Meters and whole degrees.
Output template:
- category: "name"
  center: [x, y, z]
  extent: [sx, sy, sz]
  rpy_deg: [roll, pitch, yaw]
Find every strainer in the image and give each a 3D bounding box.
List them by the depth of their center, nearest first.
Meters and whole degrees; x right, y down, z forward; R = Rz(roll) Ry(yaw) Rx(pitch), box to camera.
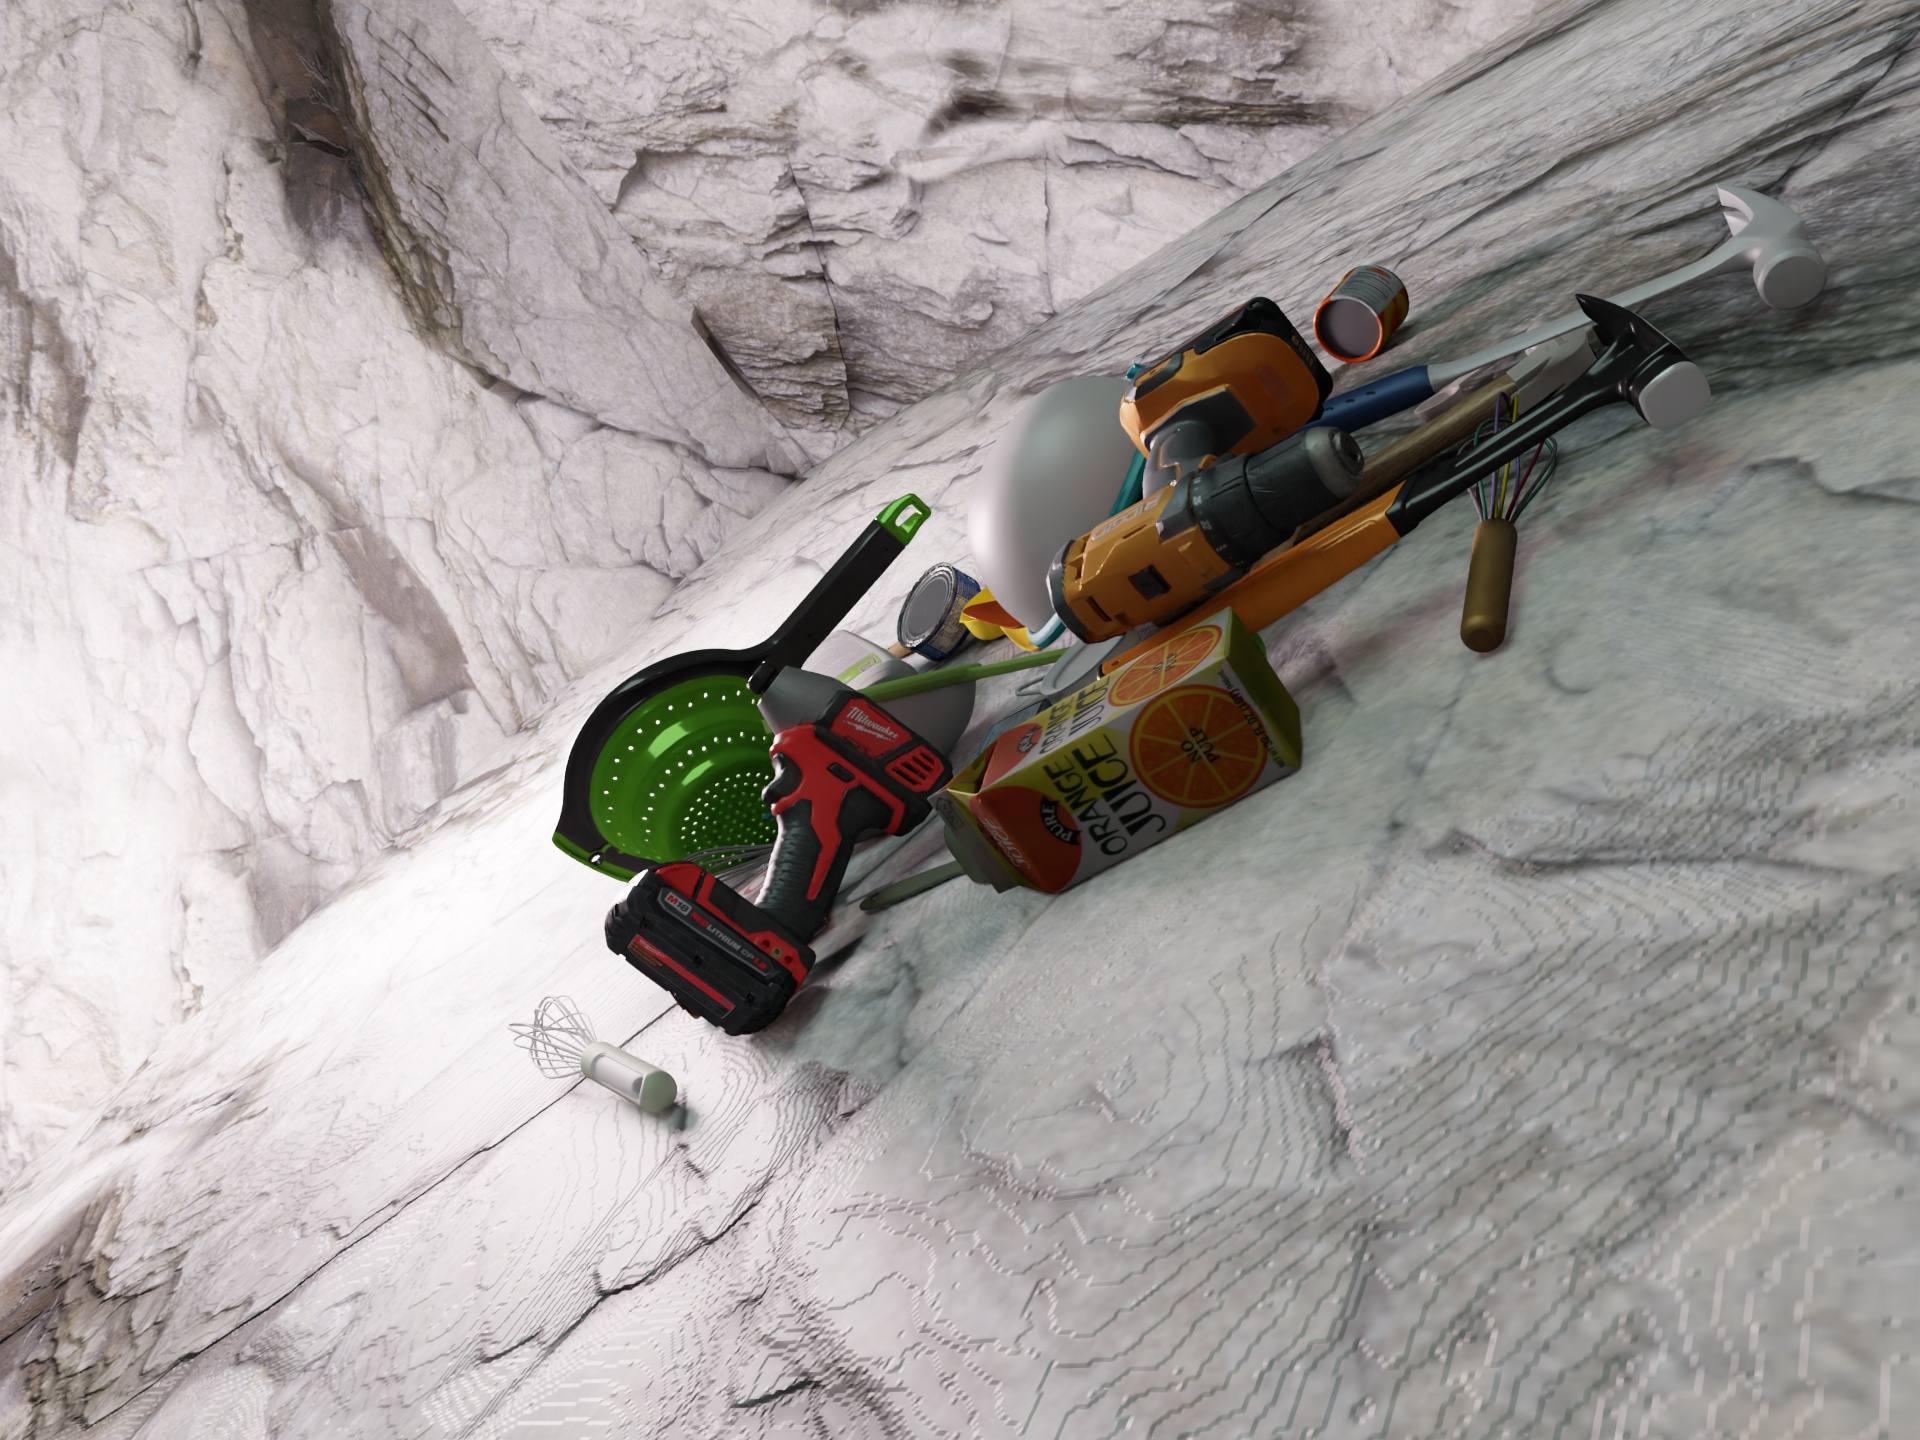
- category: "strainer"
  center: [0.133, -0.080, 1.013]
  extent: [0.258, 0.050, 0.087]
  rpy_deg: [-45, 10, 32]
- category: "strainer"
  center: [0.058, -0.141, 1.084]
  extent: [0.341, 0.095, 0.211]
  rpy_deg: [-82, 17, -67]
- category: "strainer"
  center: [-0.002, -0.004, 1.147]
  extent: [0.256, 0.069, 0.151]
  rpy_deg: [-12, 1, 22]

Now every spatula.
- category: "spatula"
  center: [0.143, -0.162, 1.318]
  extent: [0.322, 0.041, 0.081]
  rpy_deg: [-40, 31, -18]

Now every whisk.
- category: "whisk"
  center: [0.289, -0.106, 0.851]
  extent: [0.047, 0.051, 0.245]
  rpy_deg: [-51, 7, 41]
- category: "whisk"
  center: [-0.236, 0.217, 1.022]
  extent: [0.246, 0.059, 0.058]
  rpy_deg: [-1, 76, 58]
- category: "whisk"
  center: [-0.124, 0.096, 1.141]
  extent: [0.239, 0.055, 0.055]
  rpy_deg: [-24, 19, 25]

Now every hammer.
- category: "hammer"
  center: [0.217, -0.106, 0.851]
  extent: [0.337, 0.034, 0.127]
  rpy_deg: [-33, 25, 17]
- category: "hammer"
  center: [0.304, -0.218, 0.987]
  extent: [0.405, 0.035, 0.144]
  rpy_deg: [-20, 27, 28]
- category: "hammer"
  center: [0.264, -0.156, 1.054]
  extent: [0.331, 0.031, 0.130]
  rpy_deg: [-31, 15, 19]

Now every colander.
- category: "colander"
  center: [-0.144, -0.008, 1.243]
  extent: [0.397, 0.204, 0.095]
  rpy_deg: [-48, 49, 3]

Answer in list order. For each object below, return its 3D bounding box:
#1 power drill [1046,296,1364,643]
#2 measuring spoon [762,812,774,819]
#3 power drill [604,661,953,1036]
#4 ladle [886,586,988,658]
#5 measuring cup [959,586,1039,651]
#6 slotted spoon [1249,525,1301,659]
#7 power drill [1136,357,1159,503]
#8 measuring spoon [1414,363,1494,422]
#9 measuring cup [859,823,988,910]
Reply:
- category: "power drill"
  center: [0.153, -0.153, 0.904]
  extent: [0.185, 0.084, 0.226]
  rpy_deg: [-27, 26, 38]
- category: "measuring spoon"
  center: [-0.116, 0.070, 1.170]
  extent: [0.042, 0.021, 0.128]
  rpy_deg: [-23, -2, 14]
- category: "power drill"
  center: [-0.113, 0.068, 0.971]
  extent: [0.220, 0.143, 0.078]
  rpy_deg: [-55, 4, -32]
- category: "ladle"
  center: [0.032, -0.130, 1.445]
  extent: [0.320, 0.062, 0.078]
  rpy_deg: [-28, 17, 36]
- category: "measuring cup"
  center: [0.045, -0.077, 1.330]
  extent: [0.062, 0.029, 0.157]
  rpy_deg: [-37, 27, -1]
- category: "slotted spoon"
  center: [0.187, -0.095, 0.975]
  extent: [0.070, 0.031, 0.314]
  rpy_deg: [-25, 25, 43]
- category: "power drill"
  center: [0.206, -0.228, 1.278]
  extent: [0.171, 0.080, 0.223]
  rpy_deg: [-16, 32, 25]
- category: "measuring spoon"
  center: [0.365, -0.239, 1.120]
  extent: [0.124, 0.018, 0.034]
  rpy_deg: [-37, 12, -27]
- category: "measuring cup"
  center: [-0.009, 0.074, 0.955]
  extent: [0.167, 0.038, 0.083]
  rpy_deg: [-27, 18, 32]
